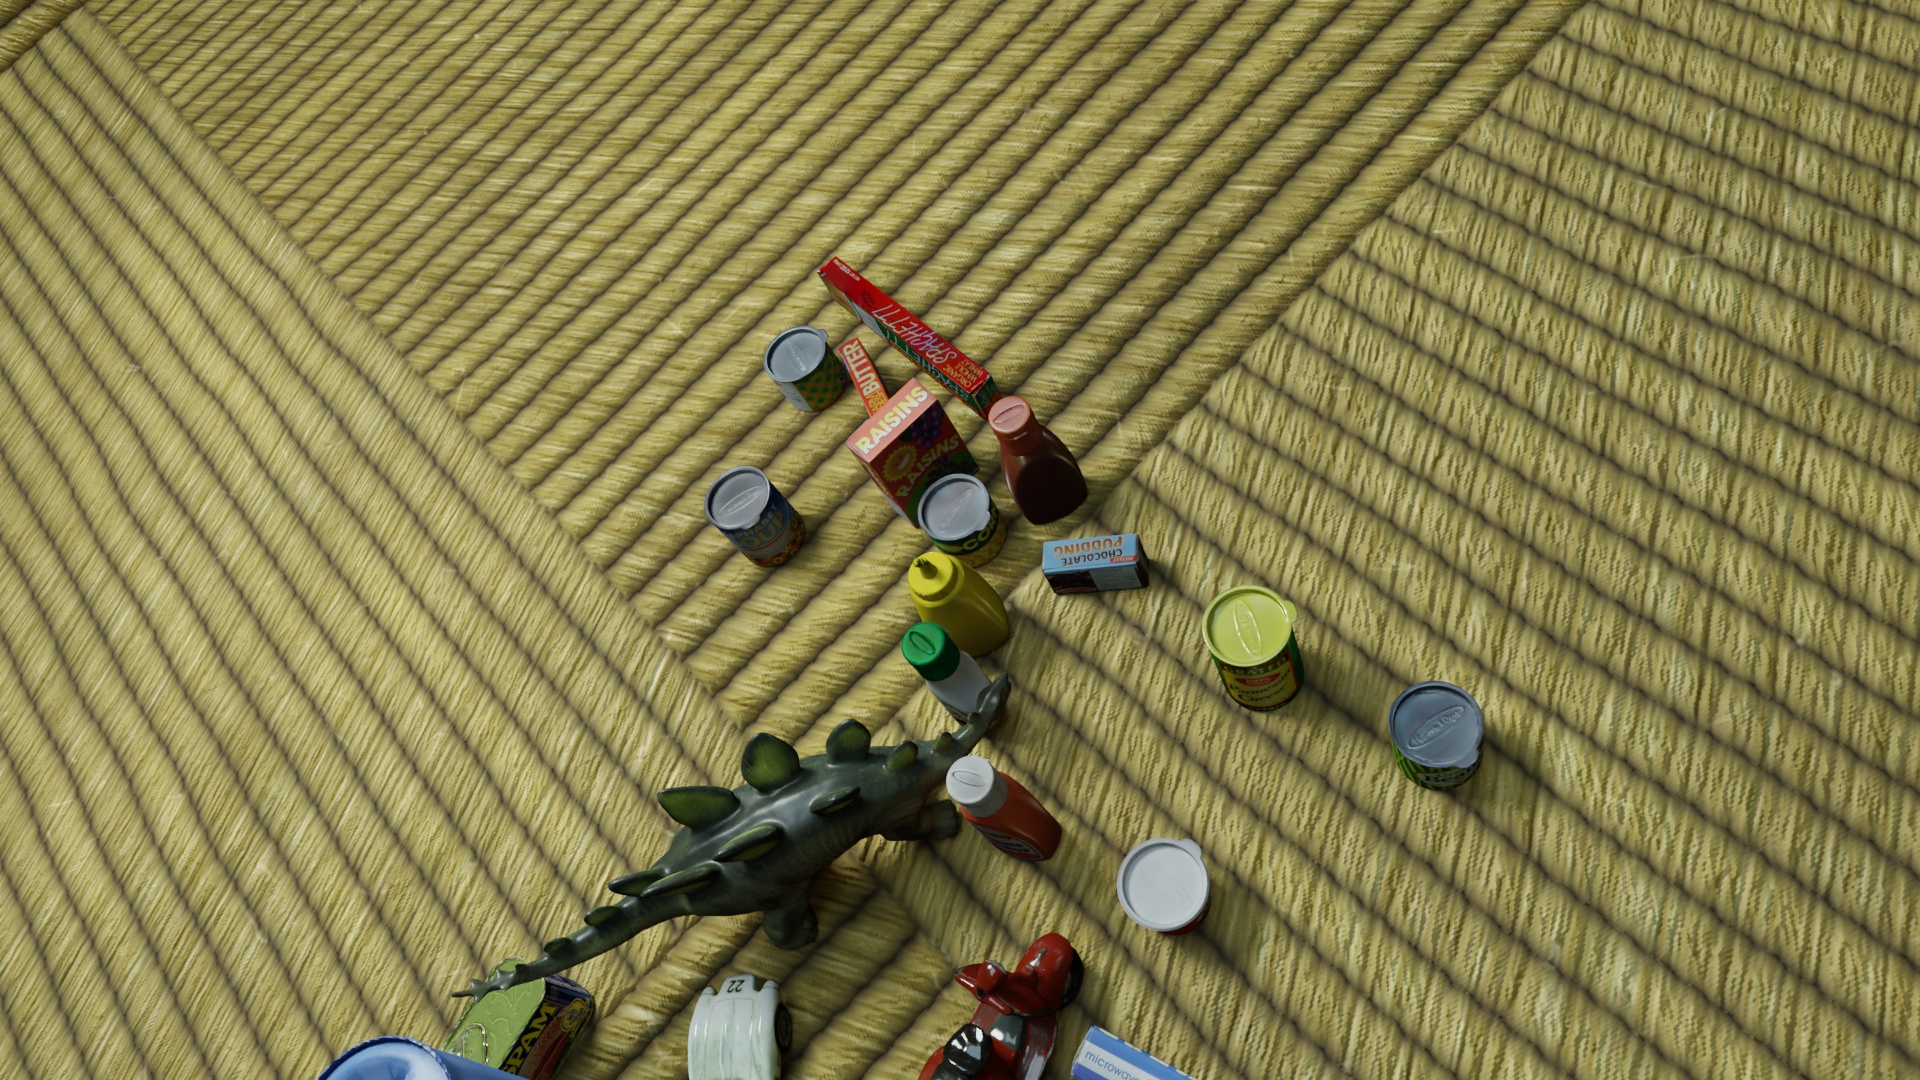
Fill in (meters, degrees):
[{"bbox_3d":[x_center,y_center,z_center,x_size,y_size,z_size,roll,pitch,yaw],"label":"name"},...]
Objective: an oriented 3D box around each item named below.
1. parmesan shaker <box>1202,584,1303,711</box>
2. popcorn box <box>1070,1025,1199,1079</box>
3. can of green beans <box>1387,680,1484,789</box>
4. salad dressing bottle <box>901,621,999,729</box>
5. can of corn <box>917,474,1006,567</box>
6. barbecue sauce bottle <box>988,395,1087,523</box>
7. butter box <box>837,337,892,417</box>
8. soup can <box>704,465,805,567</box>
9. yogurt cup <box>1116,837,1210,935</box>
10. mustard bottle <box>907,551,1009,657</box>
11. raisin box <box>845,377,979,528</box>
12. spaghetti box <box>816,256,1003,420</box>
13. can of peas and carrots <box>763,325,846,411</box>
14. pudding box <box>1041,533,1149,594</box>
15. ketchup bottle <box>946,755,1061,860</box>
[{"bbox_3d":[0.231,0.085,1.074,0.071,0.102,0.071,-9,61,16],"label":"parmesan shaker"},{"bbox_3d":[0.146,0.383,0.952,0.127,0.085,0.038,20,72,28],"label":"popcorn box"},{"bbox_3d":[0.351,0.145,1.024,0.071,0.057,0.071,-9,60,16],"label":"can of green beans"},{"bbox_3d":[-0.006,0.110,1.120,0.064,0.147,0.044,37,80,32],"label":"salad dressing bottle"},{"bbox_3d":[0.004,-0.016,1.237,0.071,0.058,0.071,-9,60,16],"label":"can of corn"},{"bbox_3d":[0.063,-0.070,1.192,0.065,0.148,0.044,-27,57,5],"label":"barbecue sauce bottle"},{"bbox_3d":[-0.083,-0.144,1.342,0.024,0.053,0.104,-29,57,4],"label":"butter box"},{"bbox_3d":[-0.190,-0.019,1.295,0.071,0.083,0.071,-9,60,16],"label":"soup can"},{"bbox_3d":[0.155,0.261,1.034,0.072,0.053,0.073,-9,60,16],"label":"yogurt cup"},{"bbox_3d":[-0.008,0.047,1.147,0.065,0.159,0.049,-23,58,7],"label":"mustard bottle"},{"bbox_3d":[-0.041,-0.077,1.249,0.086,0.123,0.040,-44,57,-6],"label":"raisin box"},{"bbox_3d":[-0.051,-0.201,1.363,0.029,0.050,0.251,-45,57,-7],"label":"spaghetti box"},{"bbox_3d":[-0.151,-0.171,1.379,0.071,0.058,0.071,-9,60,16],"label":"can of peas and carrots"},{"bbox_3d":[0.115,0.021,1.182,0.083,0.049,0.030,-6,61,17],"label":"pudding box"},{"bbox_3d":[0.029,0.202,1.055,0.065,0.148,0.044,12,68,25],"label":"ketchup bottle"}]
